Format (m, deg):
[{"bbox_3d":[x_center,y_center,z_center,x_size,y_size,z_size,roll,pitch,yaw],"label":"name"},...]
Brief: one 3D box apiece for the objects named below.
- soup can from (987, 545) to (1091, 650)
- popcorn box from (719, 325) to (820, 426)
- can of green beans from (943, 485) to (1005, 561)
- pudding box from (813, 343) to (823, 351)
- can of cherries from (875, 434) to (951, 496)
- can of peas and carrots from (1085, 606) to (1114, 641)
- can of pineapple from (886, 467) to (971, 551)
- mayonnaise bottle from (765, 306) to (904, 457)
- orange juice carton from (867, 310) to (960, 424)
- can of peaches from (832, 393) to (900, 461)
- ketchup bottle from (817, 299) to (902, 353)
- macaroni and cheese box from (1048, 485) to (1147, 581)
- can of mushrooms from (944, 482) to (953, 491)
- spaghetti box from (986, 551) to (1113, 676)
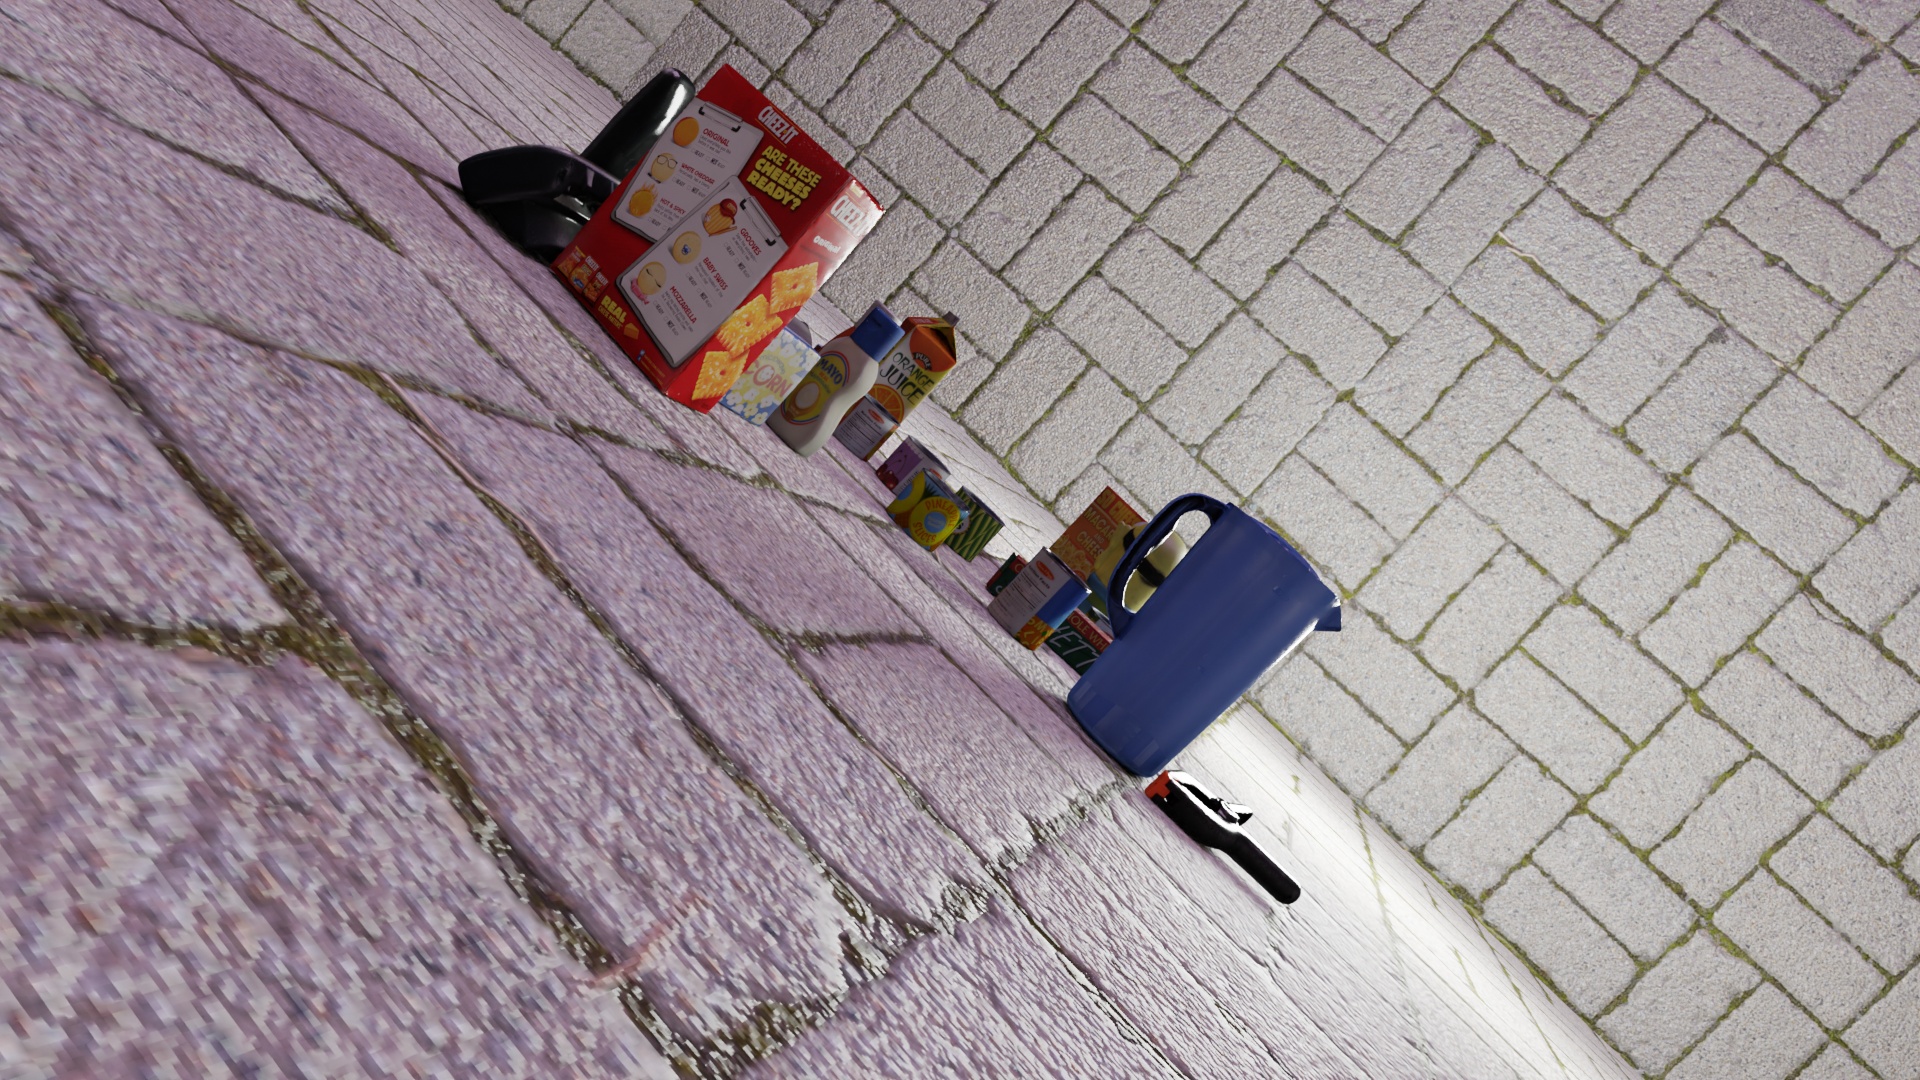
[{"bbox_3d":[0.079,0.059,1.376,0.071,0.083,0.071,42,6,-5],"label":"soup can"},{"bbox_3d":[-0.186,-0.158,1.176,0.038,0.085,0.126,46,7,31],"label":"popcorn box"},{"bbox_3d":[0.007,-0.019,1.558,0.071,0.058,0.071,42,6,-5],"label":"can of green beans"},{"bbox_3d":[-0.182,-0.225,1.799,0.030,0.049,0.084,43,6,2],"label":"pudding box"},{"bbox_3d":[-0.054,-0.078,1.571,0.071,0.058,0.071,42,6,-5],"label":"can of cherries"},{"bbox_3d":[0.151,0.116,1.545,0.071,0.058,0.071,42,6,-5],"label":"can of peas and carrots"},{"bbox_3d":[-0.032,-0.030,1.398,0.071,0.058,0.071,42,6,-5],"label":"can of pineapple"},{"bbox_3d":[-0.114,-0.149,1.277,0.065,0.148,0.041,45,6,22],"label":"mayonnaise bottle"},{"bbox_3d":[-0.072,-0.213,1.748,0.073,0.192,0.072,41,6,-20],"label":"orange juice carton"},{"bbox_3d":[-0.111,-0.132,1.585,0.071,0.058,0.071,42,6,-5],"label":"can of peaches"},{"bbox_3d":[-0.123,-0.184,1.451,0.044,0.148,0.064,48,8,39],"label":"ketchup bottle"},{"bbox_3d":[0.165,0.027,1.731,0.040,0.166,0.124,39,7,-36],"label":"macaroni and cheese box"},{"bbox_3d":[-0.043,-0.069,1.693,0.071,0.033,0.071,42,6,-5],"label":"can of mushrooms"},{"bbox_3d":[0.133,0.114,1.492,0.250,0.050,0.029,42,6,-3],"label":"spaghetti box"}]
